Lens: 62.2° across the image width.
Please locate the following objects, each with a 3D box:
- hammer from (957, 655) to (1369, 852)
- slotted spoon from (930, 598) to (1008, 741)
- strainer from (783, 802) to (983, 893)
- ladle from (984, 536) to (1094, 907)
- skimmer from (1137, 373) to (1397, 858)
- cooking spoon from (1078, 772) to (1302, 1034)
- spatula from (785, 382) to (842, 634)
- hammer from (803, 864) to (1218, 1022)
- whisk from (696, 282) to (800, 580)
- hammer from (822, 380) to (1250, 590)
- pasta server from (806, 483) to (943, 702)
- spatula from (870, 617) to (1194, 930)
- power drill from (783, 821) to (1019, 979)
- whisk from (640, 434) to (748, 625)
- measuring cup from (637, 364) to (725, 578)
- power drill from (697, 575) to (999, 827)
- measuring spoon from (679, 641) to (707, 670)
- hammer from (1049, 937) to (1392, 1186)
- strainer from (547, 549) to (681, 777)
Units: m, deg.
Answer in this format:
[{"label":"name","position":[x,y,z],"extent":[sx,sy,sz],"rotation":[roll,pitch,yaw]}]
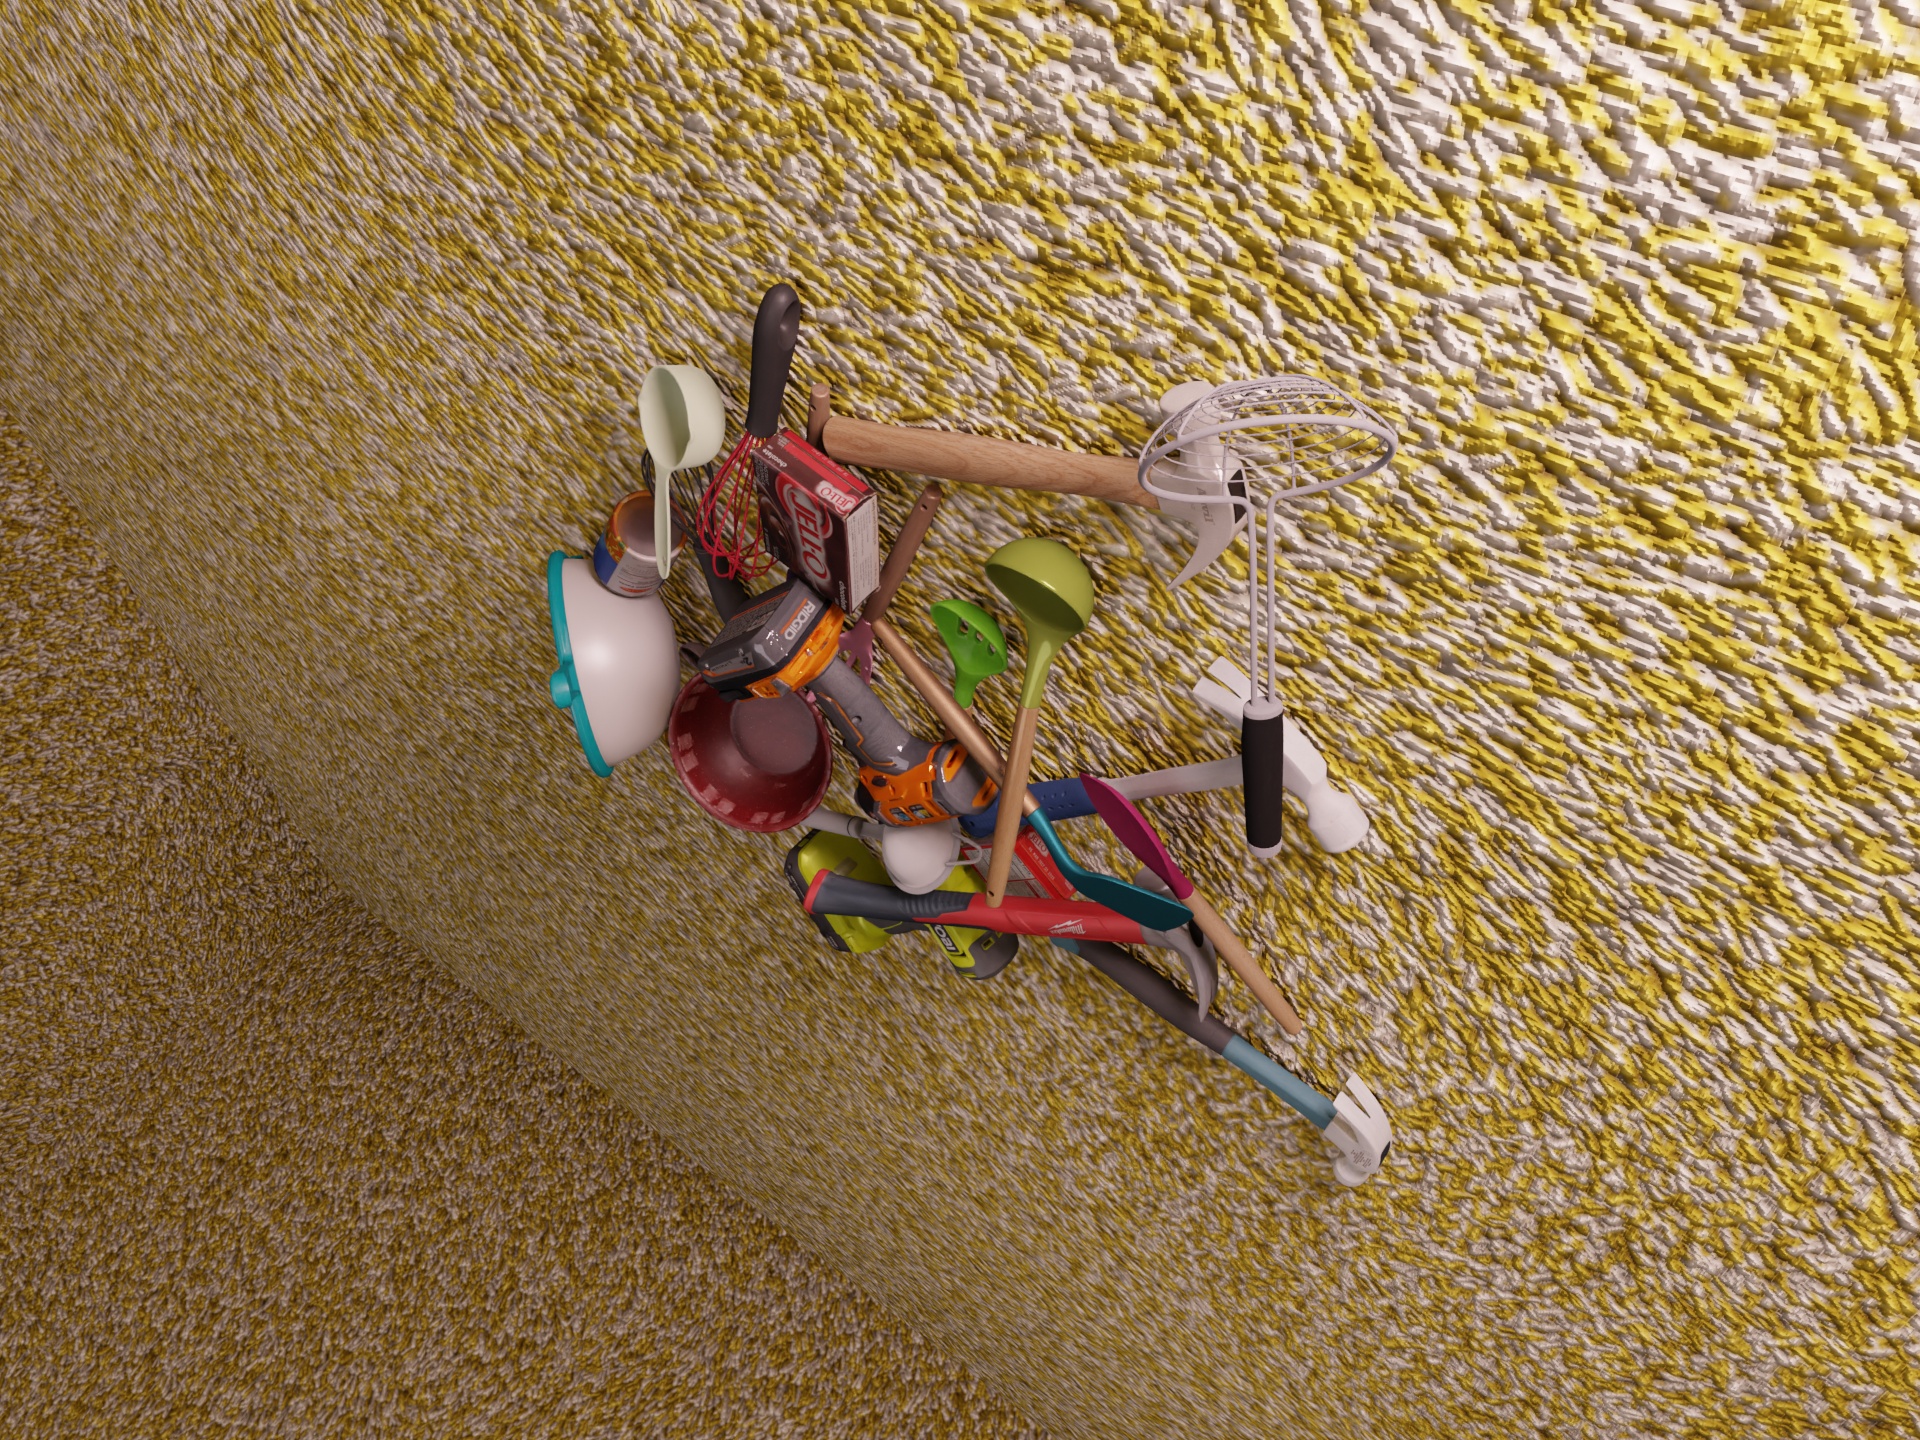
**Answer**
[{"label":"hammer","position":[0.110,0.046,1.159],"extent":[0.144,0.035,0.405],"rotation":[51,151,-14]},{"label":"slotted spoon","position":[-0.002,-0.004,1.248],"extent":[0.070,0.031,0.313],"rotation":[36,153,14]},{"label":"strainer","position":[-0.085,0.095,1.378],"extent":[0.050,0.087,0.258],"rotation":[14,175,-42]},{"label":"ladle","position":[0.037,0.014,1.098],"extent":[0.078,0.062,0.320],"rotation":[29,130,25]},{"label":"skimmer","position":[0.169,-0.034,0.879],"extent":[0.127,0.090,0.362],"rotation":[-5,131,6]},{"label":"cooking spoon","position":[0.177,0.140,1.167],"extent":[0.318,0.017,0.069],"rotation":[50,168,-32]},{"label":"spatula","position":[-0.109,-0.144,1.203],"extent":[0.060,0.018,0.315],"rotation":[35,152,13]},{"label":"hammer","position":[0.029,0.173,1.339],"extent":[0.386,0.038,0.143],"rotation":[0,127,35]},{"label":"whisk","position":[-0.145,-0.197,1.136],"extent":[0.073,0.073,0.295],"rotation":[38,146,11]},{"label":"hammer","position":[0.035,-0.156,0.984],"extent":[0.331,0.031,0.129],"rotation":[16,141,42]},{"label":"pasta server","position":[-0.065,-0.086,1.204],"extent":[0.060,0.040,0.316],"rotation":[35,151,0]},{"label":"spatula","position":[0.045,0.042,1.175],"extent":[0.317,0.044,0.082],"rotation":[50,161,6]},{"label":"power drill","position":[-0.065,0.148,1.489],"extent":[0.228,0.080,0.190],"rotation":[-5,121,52]},{"label":"whisk","position":[-0.208,-0.147,1.305],"extent":[0.055,0.055,0.238],"rotation":[27,153,28]},{"label":"measuring cup","position":[-0.208,-0.185,1.193],"extent":[0.083,0.038,0.167],"rotation":[37,131,41]},{"label":"power drill","position":[-0.092,0.000,1.244],"extent":[0.226,0.084,0.164],"rotation":[44,150,-20]},{"label":"measuring spoon","position":[-0.212,-0.034,1.500],"extent":[0.124,0.018,0.034],"rotation":[41,156,-9]},{"label":"hammer","position":[0.212,0.263,1.328],"extent":[0.331,0.033,0.128],"rotation":[34,152,17]},{"label":"strainer","position":[-0.297,-0.051,1.389],"extent":[0.340,0.095,0.211],"rotation":[-139,37,-79]}]
